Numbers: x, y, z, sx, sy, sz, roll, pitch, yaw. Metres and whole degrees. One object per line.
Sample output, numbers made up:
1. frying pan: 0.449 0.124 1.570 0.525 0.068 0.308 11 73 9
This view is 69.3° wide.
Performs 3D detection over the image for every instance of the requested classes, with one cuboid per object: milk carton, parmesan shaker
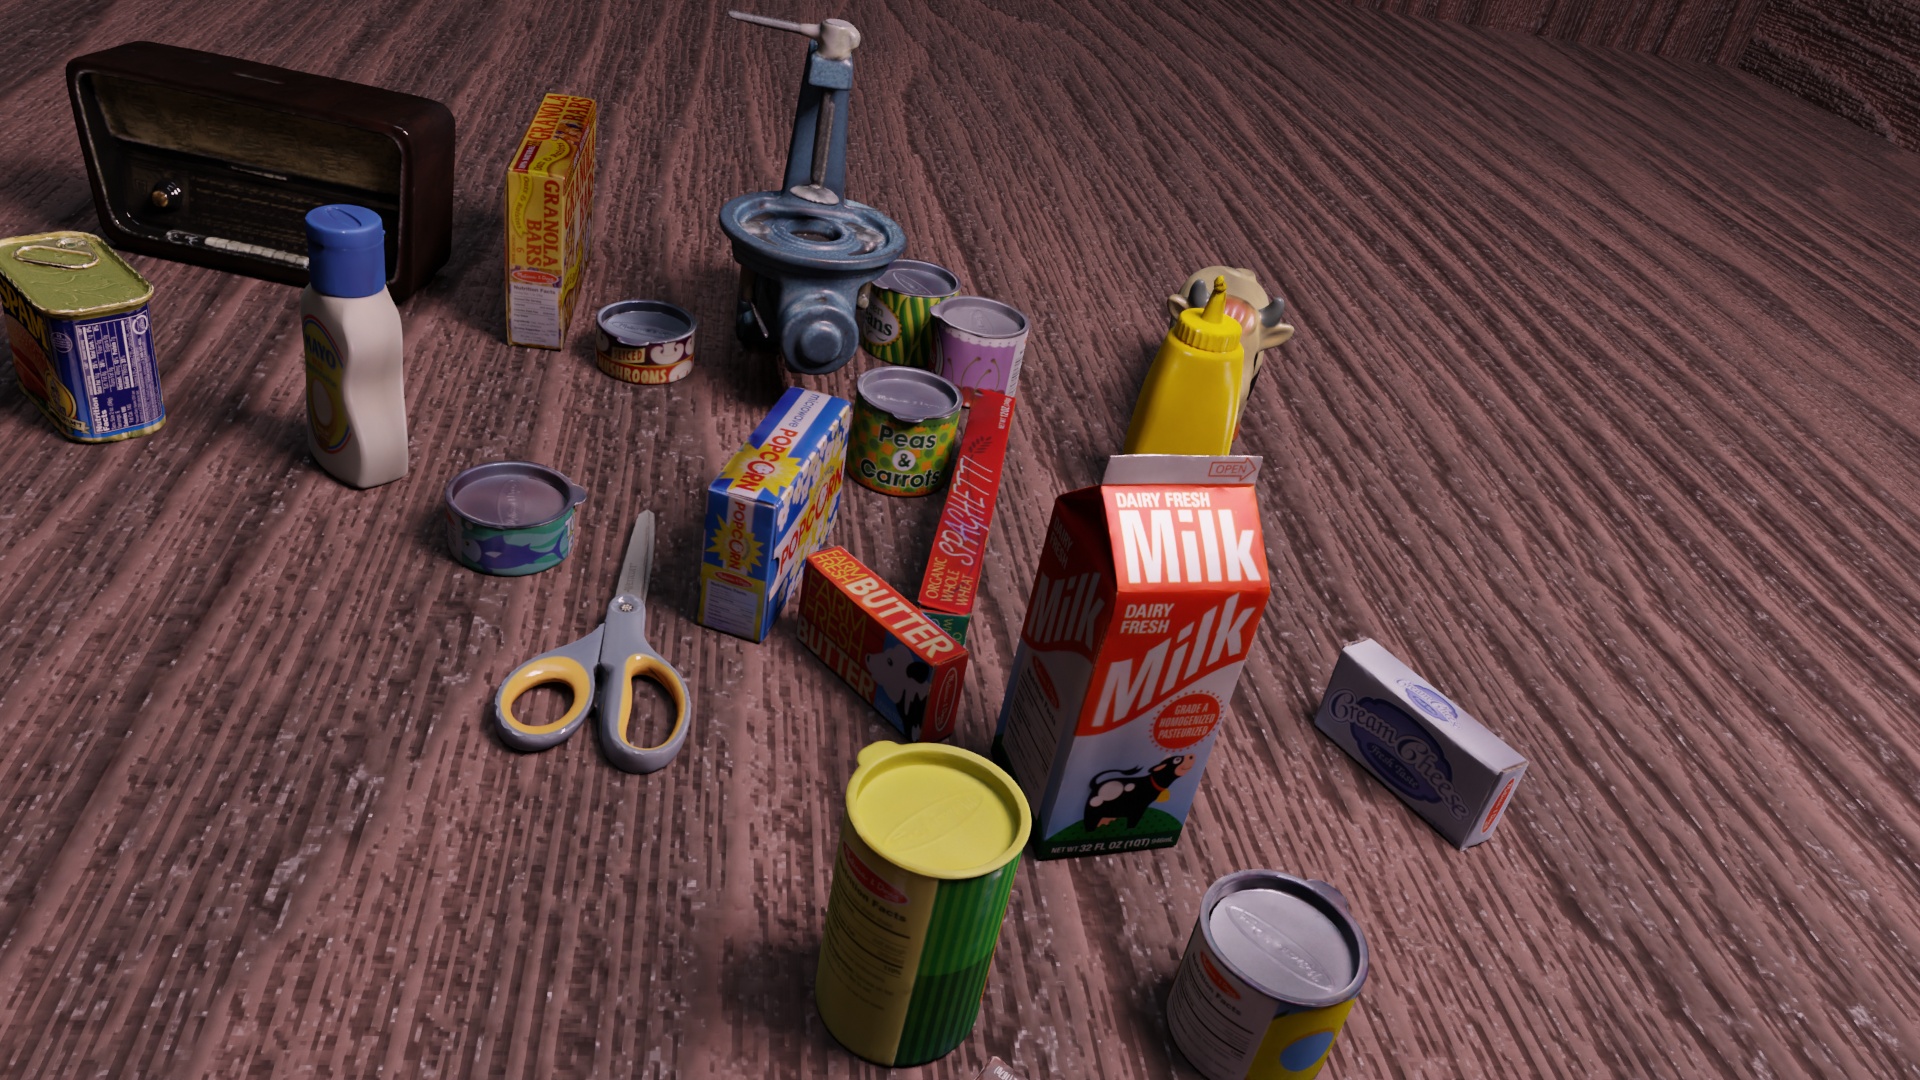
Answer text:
1. milk carton: 0.074 0.044 0.605 0.072 0.189 0.074 -1 34 -19
2. parmesan shaker: -0.018 0.134 0.518 0.071 0.102 0.072 8 32 -5

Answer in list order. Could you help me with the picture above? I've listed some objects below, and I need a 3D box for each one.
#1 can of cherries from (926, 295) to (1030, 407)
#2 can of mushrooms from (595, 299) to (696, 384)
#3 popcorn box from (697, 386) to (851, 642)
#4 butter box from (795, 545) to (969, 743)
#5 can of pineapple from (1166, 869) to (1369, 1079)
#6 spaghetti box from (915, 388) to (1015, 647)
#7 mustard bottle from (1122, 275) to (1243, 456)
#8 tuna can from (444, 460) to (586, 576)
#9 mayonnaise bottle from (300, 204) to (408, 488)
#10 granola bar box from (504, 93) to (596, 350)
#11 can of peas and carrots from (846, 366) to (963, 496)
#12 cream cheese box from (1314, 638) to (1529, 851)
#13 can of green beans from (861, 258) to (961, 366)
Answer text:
1. can of cherries: 0.009 -0.133 0.980 0.071 0.058 0.072 8 33 -5
2. can of mushrooms: -0.212 -0.133 0.932 0.071 0.033 0.071 8 33 -5
3. popcorn box: -0.098 -0.017 0.743 0.038 0.084 0.127 15 33 6
4. butter box: -0.041 0.051 0.686 0.024 0.052 0.104 -19 43 -39
5. can of pineapple: 0.121 0.173 0.545 0.071 0.057 0.071 8 33 -5
6. spaghetti box: 0.003 -0.010 0.796 0.029 0.050 0.251 12 32 1
7. mustard bottle: 0.145 -0.092 0.865 0.065 0.159 0.049 9 32 -4
8. tuna can: -0.236 -0.012 0.740 0.071 0.032 0.071 8 33 -5
9. mayonnaise bottle: -0.327 -0.104 0.745 0.065 0.147 0.041 32 37 29
10. granola bar box: -0.284 -0.225 0.967 0.039 0.123 0.166 5 33 -10
11. can of peas and carrots: -0.035 -0.067 0.863 0.071 0.058 0.071 8 33 -5
12. cream cheese box: 0.227 0.100 0.694 0.024 0.053 0.104 -12 40 -33
13. can of green beans: -0.037 -0.167 1.018 0.071 0.057 0.071 8 33 -5
